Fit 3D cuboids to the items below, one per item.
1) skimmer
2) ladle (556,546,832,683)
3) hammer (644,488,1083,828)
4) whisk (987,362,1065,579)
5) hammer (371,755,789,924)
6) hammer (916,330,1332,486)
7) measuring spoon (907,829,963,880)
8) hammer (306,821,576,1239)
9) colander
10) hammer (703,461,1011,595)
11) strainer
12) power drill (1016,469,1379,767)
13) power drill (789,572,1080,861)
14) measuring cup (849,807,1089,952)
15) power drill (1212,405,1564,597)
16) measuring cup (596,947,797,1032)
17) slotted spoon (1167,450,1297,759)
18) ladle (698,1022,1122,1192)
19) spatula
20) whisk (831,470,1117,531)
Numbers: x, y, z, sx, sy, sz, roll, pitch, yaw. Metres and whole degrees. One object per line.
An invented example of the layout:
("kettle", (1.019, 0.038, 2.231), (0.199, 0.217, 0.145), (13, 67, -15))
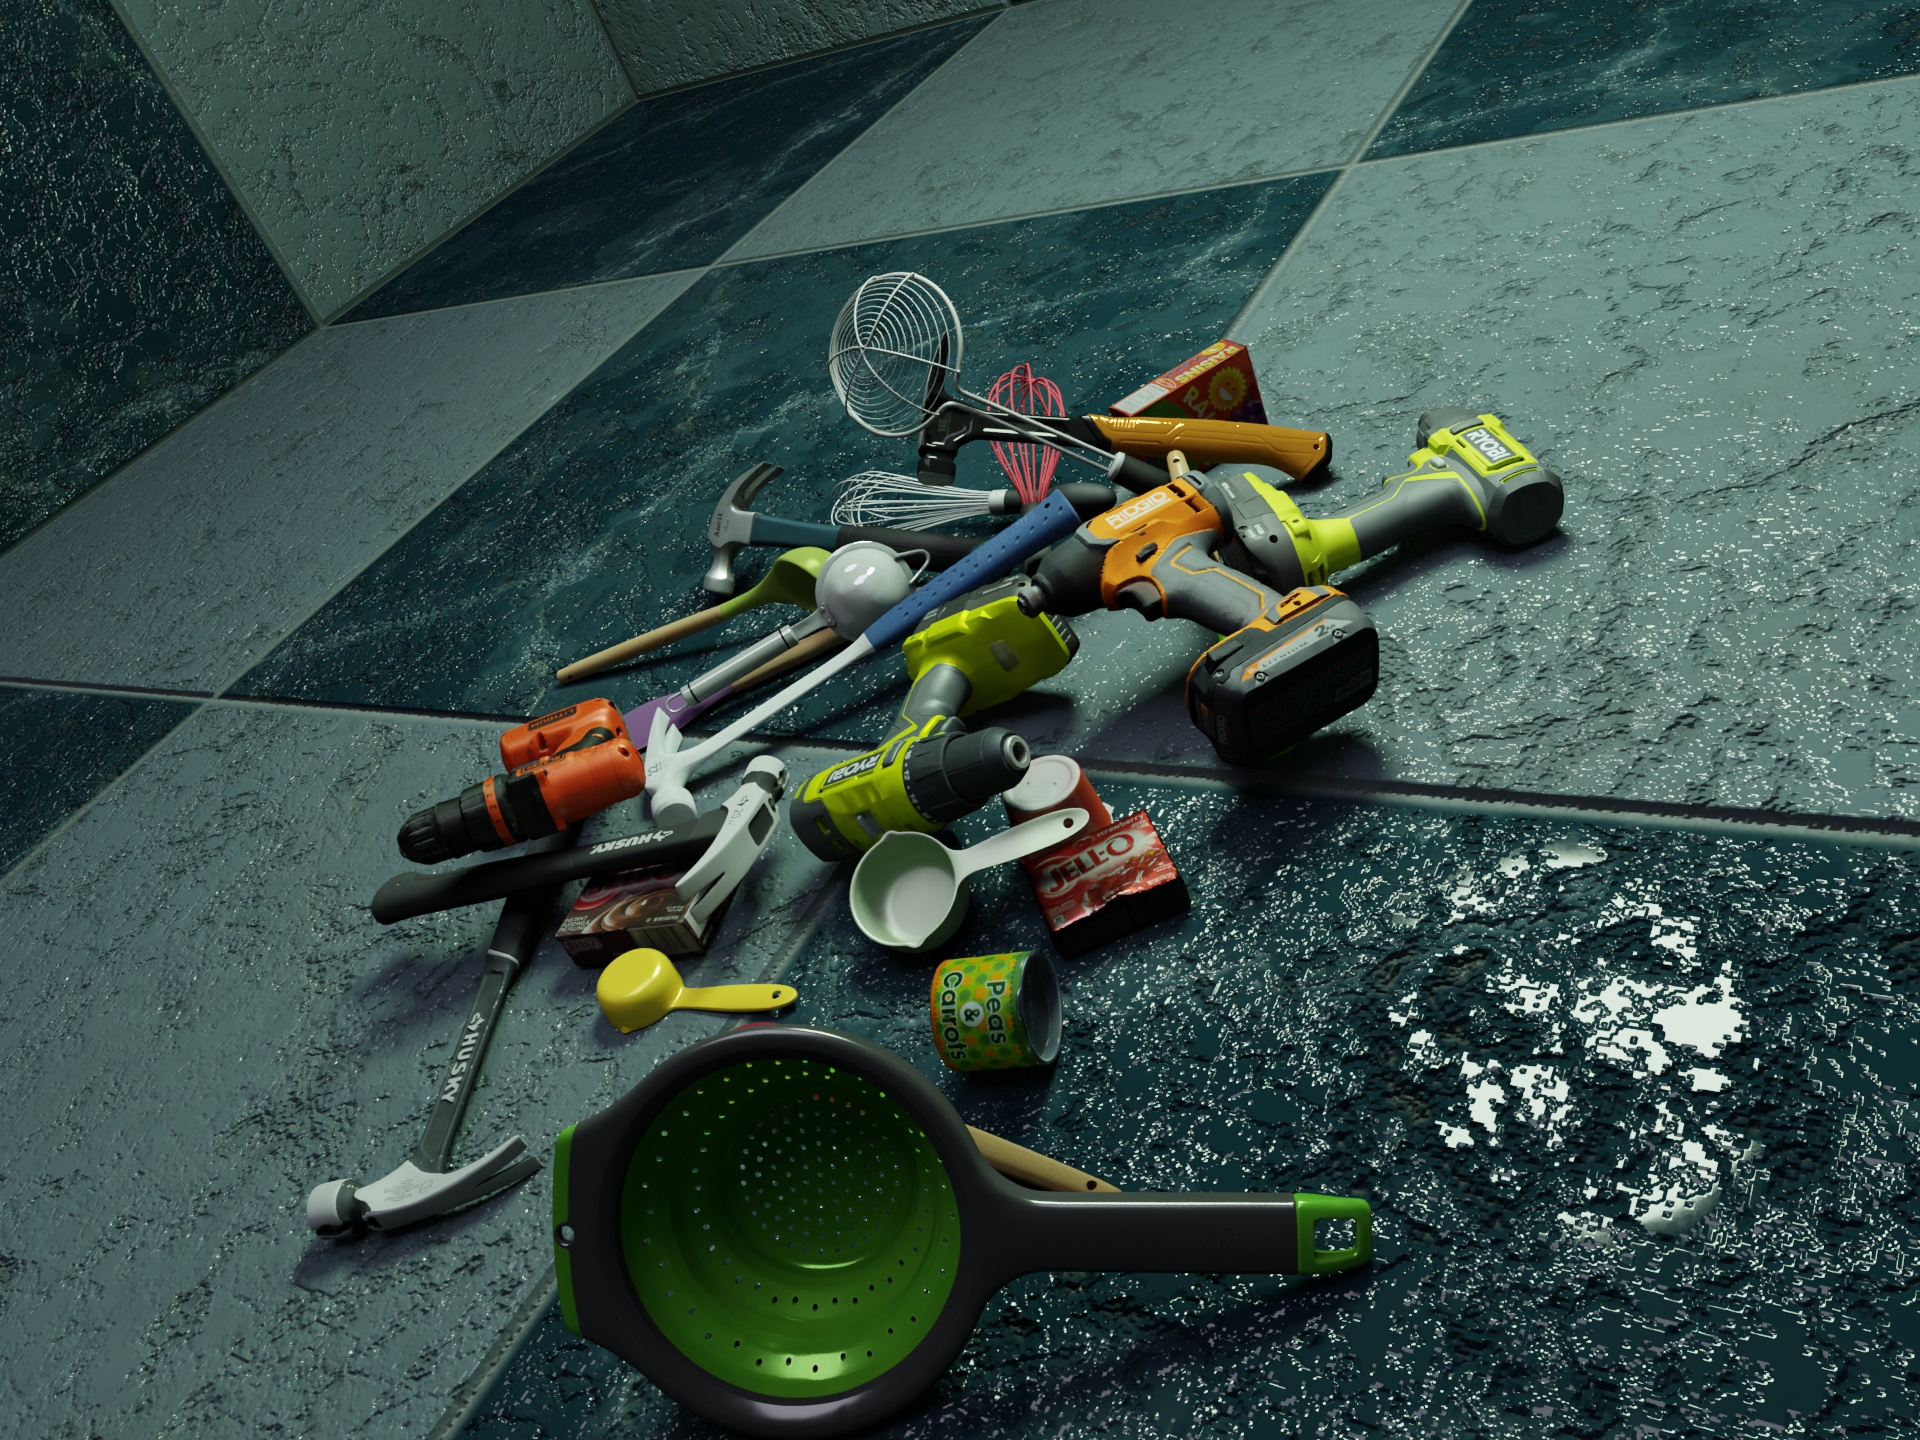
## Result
("skimmer", (0.067, -0.236, 1.266), (0.090, 0.363, 0.127), (-91, 25, -65))
("ladle", (-0.237, -0.081, 1.435), (0.320, 0.078, 0.062), (-19, 40, 21))
("hammer", (-0.083, -0.060, 1.275), (0.405, 0.035, 0.144), (-33, 33, 2))
("whisk", (0.061, -0.192, 1.344), (0.073, 0.073, 0.296), (-14, 53, 16))
("hammer", (-0.290, 0.109, 1.157), (0.335, 0.035, 0.146), (-13, 31, 21))
("hammer", (0.136, -0.241, 1.306), (0.337, 0.034, 0.127), (6, 81, 2))
("measuring spoon", (-0.029, 0.083, 1.118), (0.042, 0.021, 0.129), (-35, 26, -7))
("hammer", (-0.331, 0.185, 1.148), (0.149, 0.036, 0.409), (-14, 35, 13))
("colander", (0.000, 0.245, 0.804), (0.397, 0.204, 0.094), (-2, 2, 6))
("hammer", (-0.095, -0.158, 1.429), (0.331, 0.128, 0.033), (11, 3, 32))
("strainer", (-0.137, -0.073, 1.340), (0.258, 0.087, 0.050), (-31, 8, 2))
("power drill", (0.151, -0.070, 1.063), (0.164, 0.084, 0.227), (-28, 46, -13))
("power drill", (-0.002, -0.004, 1.117), (0.190, 0.080, 0.229), (-20, 26, 39))
("measuring cup", (0.010, 0.096, 1.024), (0.167, 0.038, 0.083), (-23, 61, 12))
("power drill", (0.307, -0.163, 1.187), (0.223, 0.080, 0.171), (-20, 34, 1))
("measuring cup", (-0.179, 0.177, 1.065), (0.156, 0.029, 0.062), (-5, 38, 29))
("slotted spoon", (0.186, -0.088, 1.140), (0.070, 0.031, 0.314), (-16, 49, 8))
("ladle", (-0.041, 0.228, 0.917), (0.315, 0.031, 0.069), (10, 46, 38))
("spatula", (-0.174, -0.043, 1.373), (0.316, 0.018, 0.060), (-25, 38, 1))
("whisk", (0.007, -0.195, 1.437), (0.285, 0.070, 0.070), (2, 42, 27))
